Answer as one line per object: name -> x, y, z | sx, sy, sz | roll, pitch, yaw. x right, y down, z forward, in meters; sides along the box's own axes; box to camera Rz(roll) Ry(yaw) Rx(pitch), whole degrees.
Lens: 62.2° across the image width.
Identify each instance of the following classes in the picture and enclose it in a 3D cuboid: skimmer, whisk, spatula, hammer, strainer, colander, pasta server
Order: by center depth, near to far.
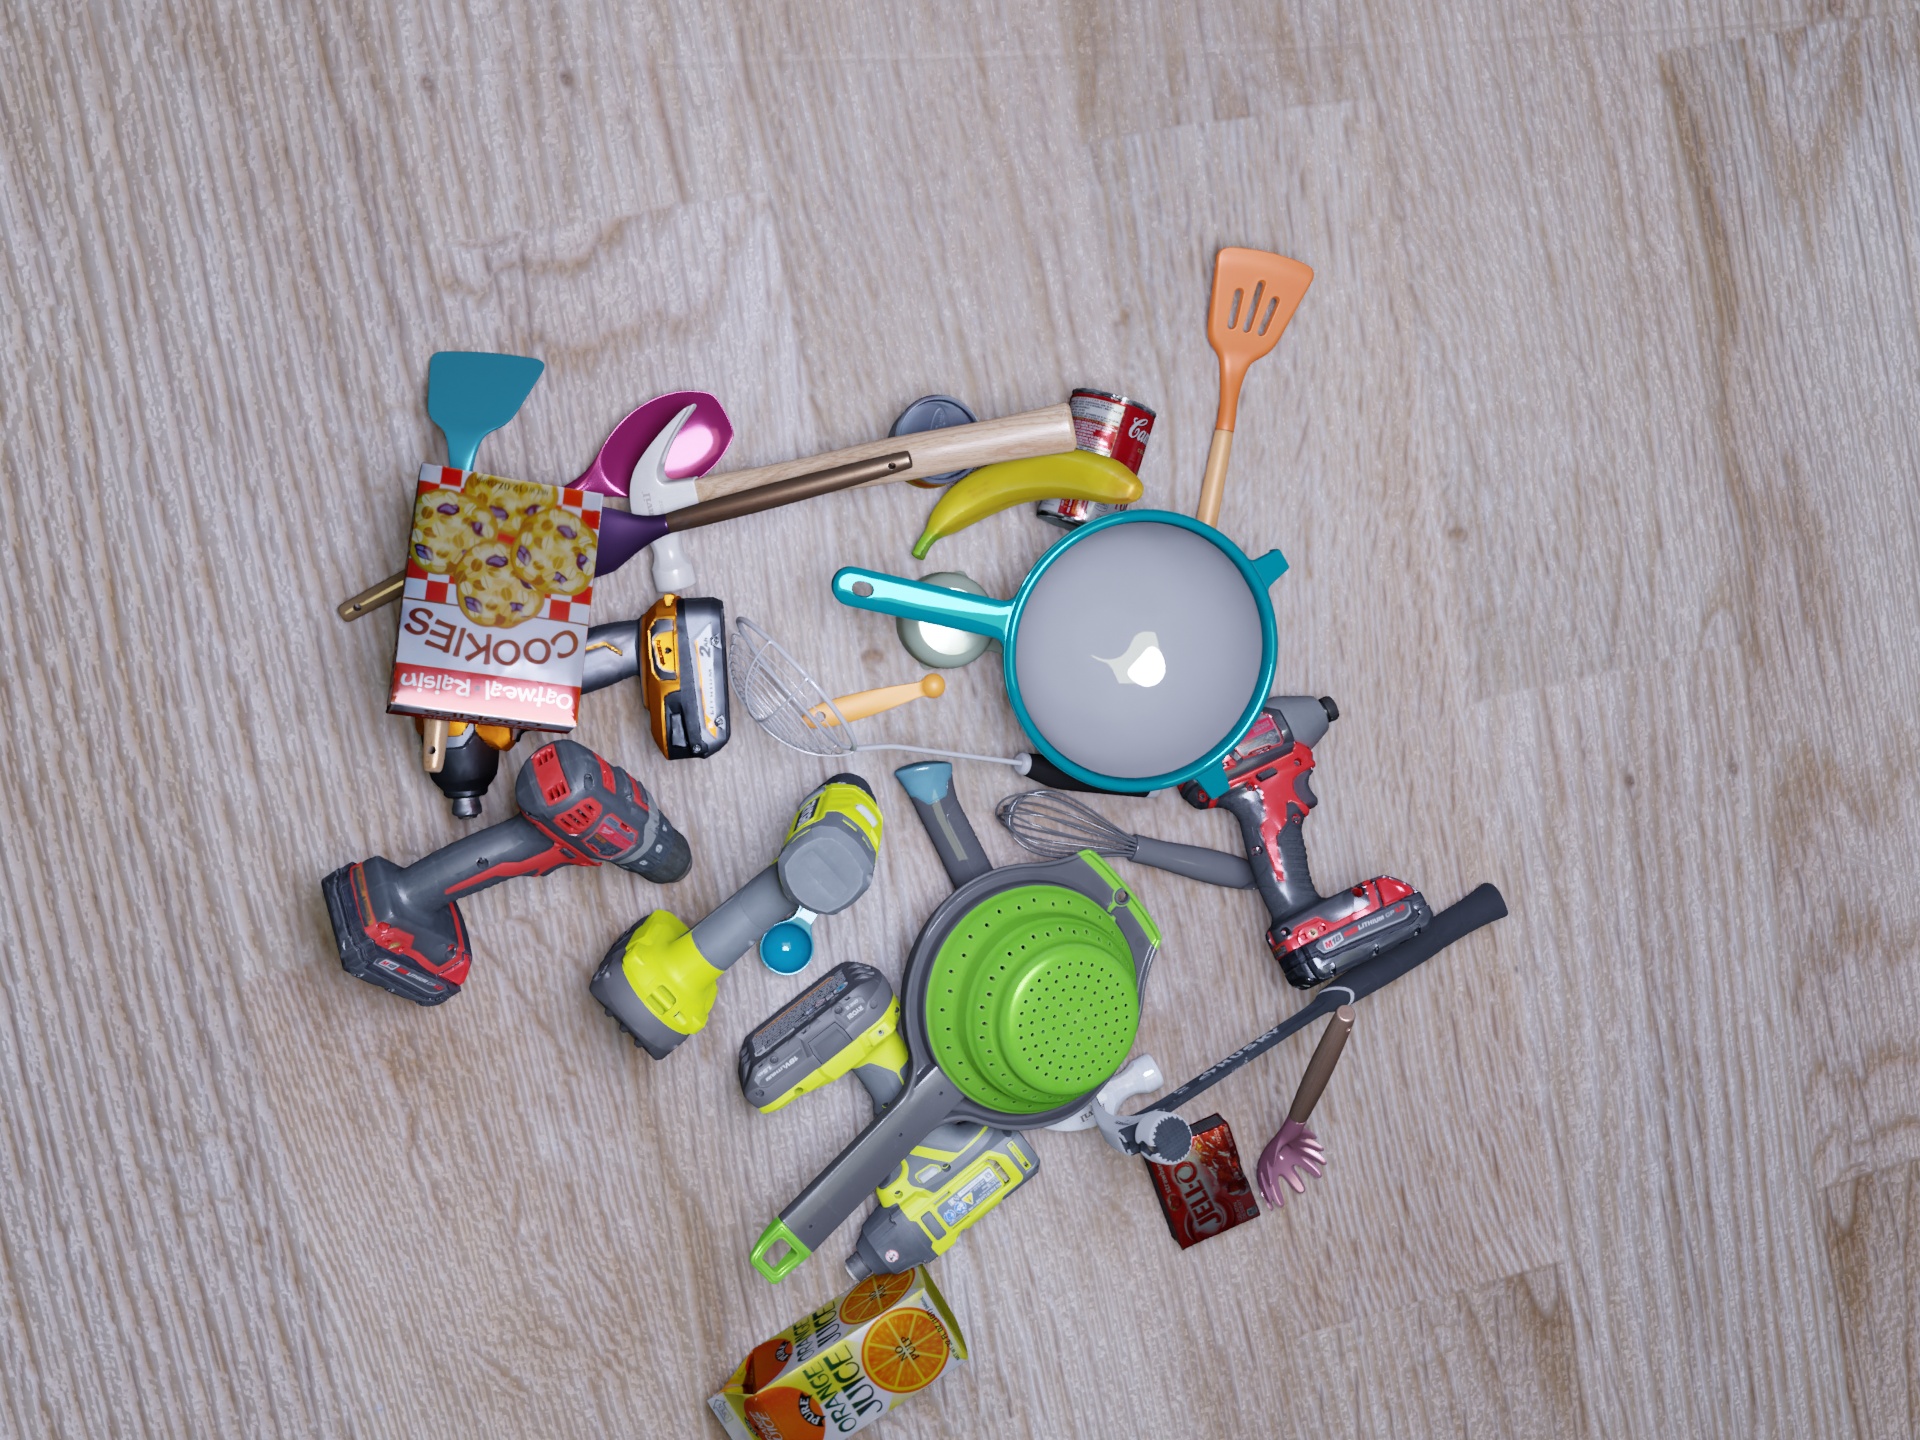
spatula -> -0.353, -0.119, 1.124 | 0.082, 0.044, 0.318 | 4, 80, -4
spatula -> -0.188, -0.152, 1.153 | 0.316, 0.018, 0.059 | -13, 111, 8
colander -> 0.008, 0.268, 1.163 | 0.397, 0.094, 0.204 | -44, 107, -13
hammer -> -0.081, -0.187, 1.164 | 0.331, 0.031, 0.130 | -10, 107, 6
strainer -> 0.066, -0.070, 1.200 | 0.340, 0.095, 0.211 | 12, 98, -12
skimmer -> -0.002, -0.004, 1.208 | 0.363, 0.127, 0.090 | 9, 93, -23
pasta server -> 0.267, 0.296, 1.210 | 0.060, 0.316, 0.040 | -27, 59, -18
hammer -> 0.279, 0.230, 1.258 | 0.409, 0.149, 0.036 | -26, 91, -22
spatula -> 0.207, -0.206, 1.259 | 0.081, 0.041, 0.322 | 10, 94, -11
hammer -> 0.038, 0.178, 1.263 | 0.128, 0.033, 0.331 | -27, 98, -8
whisk -> 0.140, 0.099, 1.269 | 0.239, 0.055, 0.055 | 15, 92, -15

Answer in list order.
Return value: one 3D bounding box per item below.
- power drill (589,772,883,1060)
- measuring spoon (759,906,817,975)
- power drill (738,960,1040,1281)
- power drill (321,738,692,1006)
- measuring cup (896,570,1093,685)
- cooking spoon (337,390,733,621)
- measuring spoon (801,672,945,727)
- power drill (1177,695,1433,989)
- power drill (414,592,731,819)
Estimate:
power drill -> -0.150, 0.130, 1.165 | 0.228, 0.191, 0.080 | -39, 100, 9
measuring spoon -> -0.115, 0.139, 1.244 | 0.042, 0.021, 0.128 | 31, 80, -10
power drill -> -0.066, 0.315, 1.235 | 0.171, 0.080, 0.223 | -37, 103, -6
power drill -> -0.315, 0.114, 1.146 | 0.226, 0.187, 0.080 | -31, 59, 4
measuring cup -> 0.031, -0.061, 1.240 | 0.167, 0.038, 0.083 | 21, 90, -10
cooking spoon -> -0.315, -0.155, 1.182 | 0.319, 0.017, 0.068 | -29, 112, -7
measuring spoon -> -0.067, -0.014, 1.240 | 0.117, 0.011, 0.021 | -15, 97, -9
power drill -> 0.270, 0.087, 1.249 | 0.143, 0.078, 0.220 | -24, 75, -7
power drill -> -0.285, -0.014, 1.169 | 0.226, 0.084, 0.164 | -3, 95, -5
